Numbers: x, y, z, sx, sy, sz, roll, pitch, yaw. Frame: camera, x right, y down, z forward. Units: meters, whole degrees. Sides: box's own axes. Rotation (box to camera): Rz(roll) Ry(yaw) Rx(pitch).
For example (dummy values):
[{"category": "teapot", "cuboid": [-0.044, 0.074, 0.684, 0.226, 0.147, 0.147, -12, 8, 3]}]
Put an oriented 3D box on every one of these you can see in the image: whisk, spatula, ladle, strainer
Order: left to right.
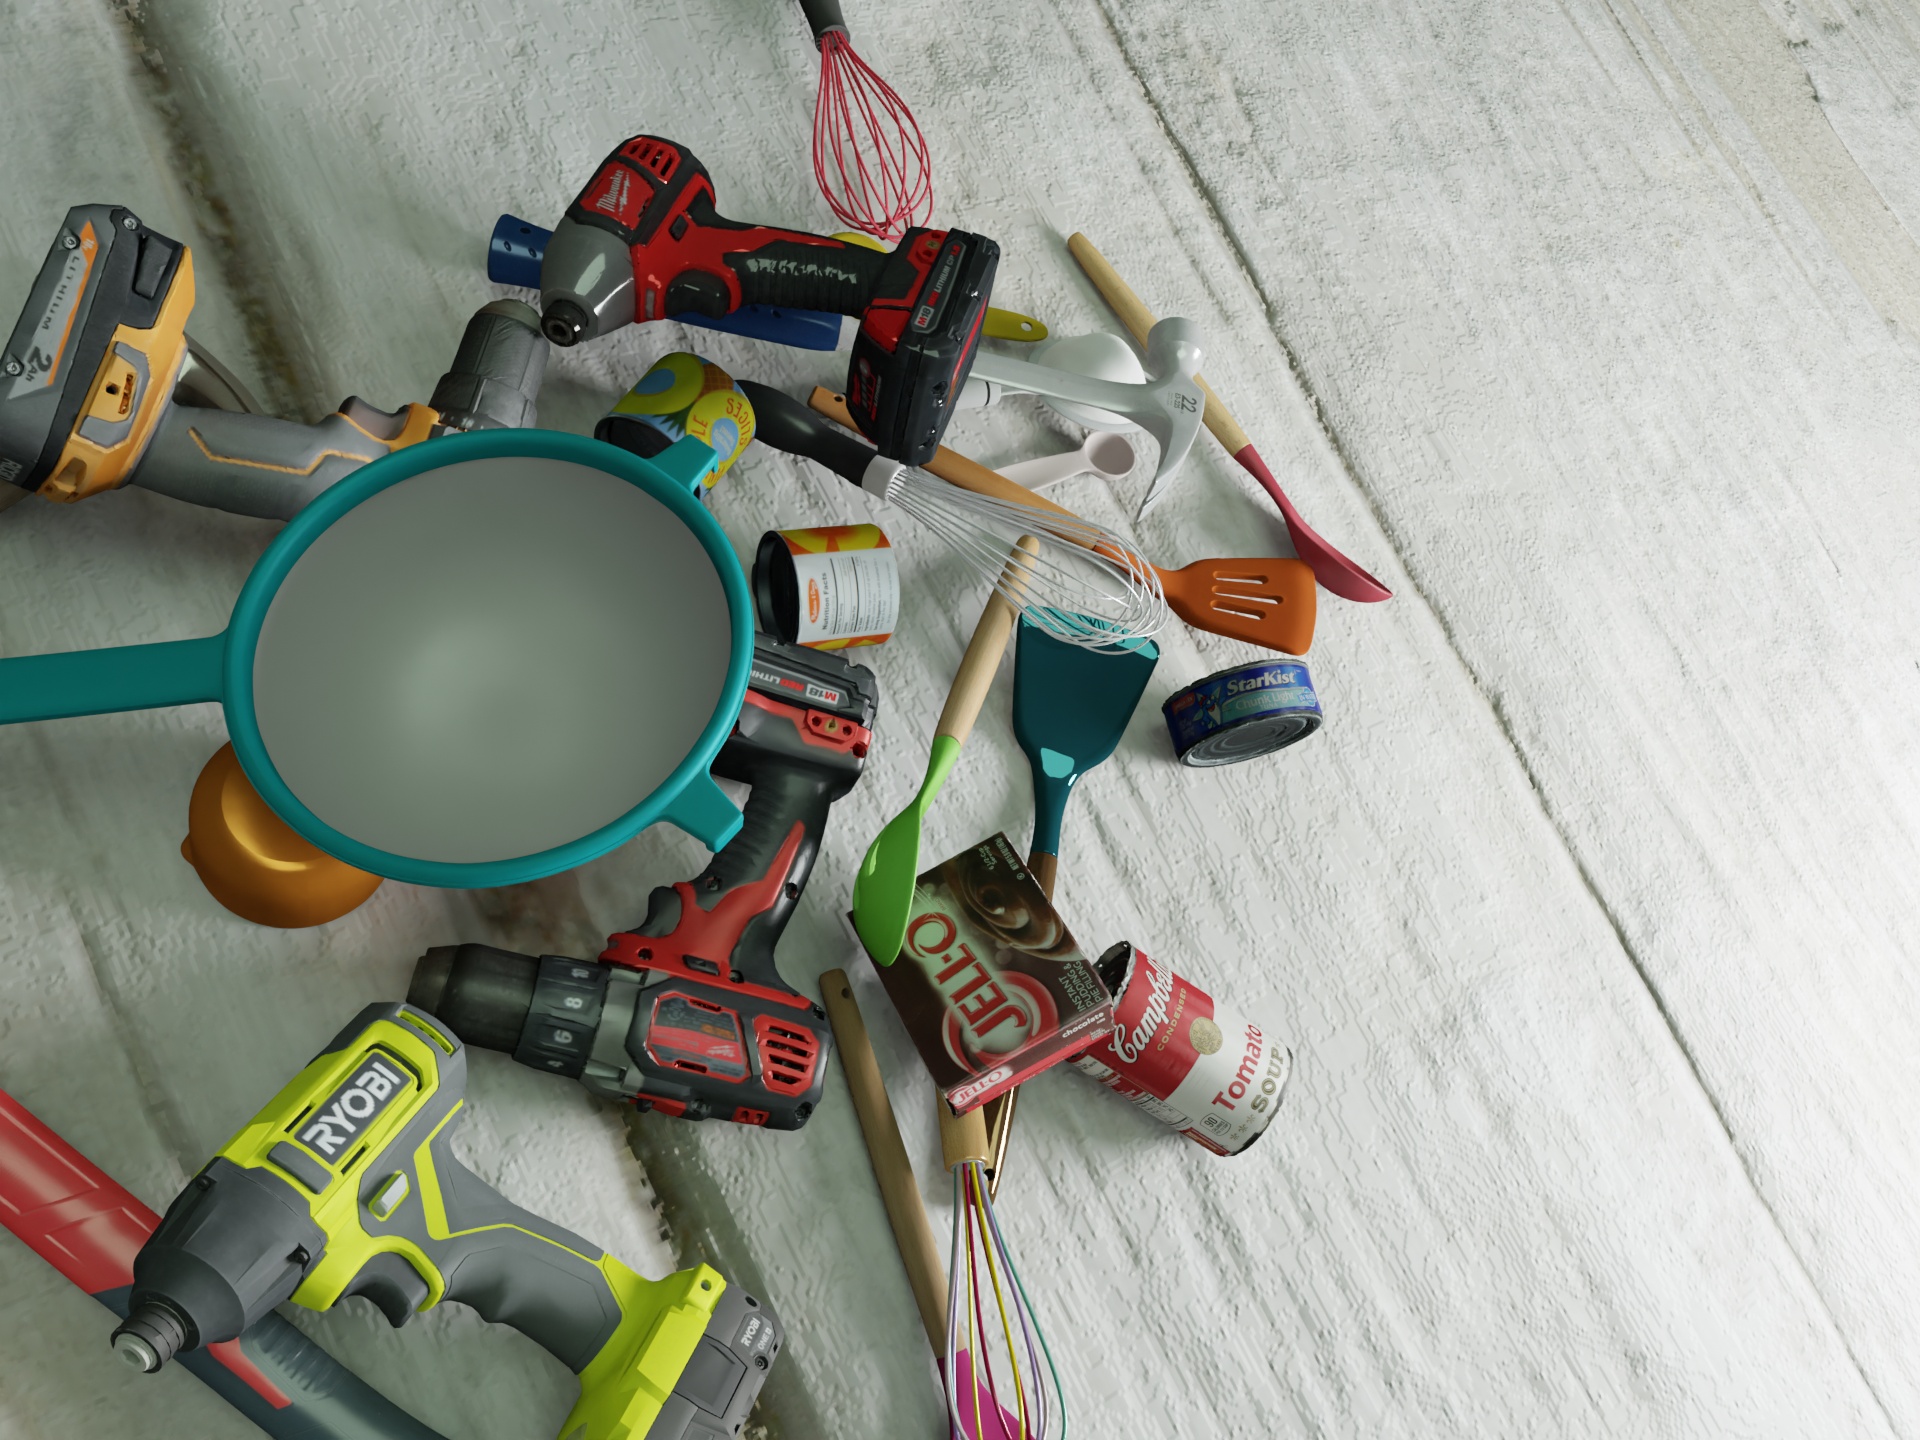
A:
[{"category": "strainer", "cuboid": [-0.255, -0.008, 0.675, 0.340, 0.095, 0.211, -6, 64, -4]}, {"category": "whisk", "cuboid": [-0.077, -0.417, 1.006, 0.073, 0.073, 0.296, -5, 63, -24]}, {"category": "whisk", "cuboid": [-0.015, -0.117, 0.864, 0.285, 0.070, 0.070, 29, 58, 13]}, {"category": "whisk", "cuboid": [0.008, 0.225, 0.732, 0.051, 0.047, 0.245, -11, 55, 4]}, {"category": "strainer", "cuboid": [0.024, -0.201, 0.958, 0.258, 0.050, 0.087, -13, 57, -24]}, {"category": "spatula", "cuboid": [0.040, 0.091, 0.827, 0.082, 0.044, 0.318, 16, 63, -8]}, {"category": "spatula", "cuboid": [0.062, -0.122, 0.926, 0.322, 0.041, 0.081, 25, 49, -13]}, {"category": "ladle", "cuboid": [0.165, -0.193, 1.015, 0.315, 0.031, 0.069, 54, 19, 11]}]

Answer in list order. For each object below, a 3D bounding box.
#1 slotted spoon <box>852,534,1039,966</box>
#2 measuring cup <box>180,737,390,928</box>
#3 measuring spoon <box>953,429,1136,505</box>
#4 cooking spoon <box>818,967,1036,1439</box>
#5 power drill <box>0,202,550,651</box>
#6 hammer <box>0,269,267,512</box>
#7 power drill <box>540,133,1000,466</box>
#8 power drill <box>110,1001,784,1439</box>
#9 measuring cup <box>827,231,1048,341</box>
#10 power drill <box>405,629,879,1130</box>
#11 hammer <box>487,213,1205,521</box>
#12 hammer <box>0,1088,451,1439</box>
[{"category": "slotted spoon", "cuboid": [-0.001, -0.003, 0.823, 0.031, 0.070, 0.314, 23, 45, -1]}, {"category": "measuring cup", "cuboid": [-0.305, 0.004, 0.717, 0.095, 0.052, 0.174, -6, 72, -25]}, {"category": "measuring spoon", "cuboid": [0.050, -0.147, 0.960, 0.124, 0.018, 0.034, -19, 71, -21]}, {"category": "cooking spoon", "cuboid": [-0.013, 0.268, 0.739, 0.068, 0.017, 0.319, -6, 69, -38]}, {"category": "power drill", "cuboid": [-0.303, -0.147, 0.731, 0.226, 0.084, 0.185, 24, 72, -33]}, {"category": "hammer", "cuboid": [-0.487, -0.046, 0.676, 0.146, 0.038, 0.411, 42, 59, -2]}, {"category": "power drill", "cuboid": [-0.102, -0.217, 0.815, 0.219, 0.078, 0.143, 18, 52, 2]}, {"category": "power drill", "cuboid": [-0.194, 0.231, 0.619, 0.223, 0.080, 0.171, 38, 31, -3]}, {"category": "measuring cup", "cuboid": [-0.018, -0.258, 0.964, 0.156, 0.029, 0.062, 9, 63, -12]}, {"category": "power drill", "cuboid": [-0.139, 0.067, 0.747, 0.187, 0.080, 0.227, 17, 65, -15]}, {"category": "hammer", "cuboid": [-0.058, -0.212, 0.891, 0.405, 0.035, 0.144, 12, 54, -7]}, {"category": "hammer", "cuboid": [-0.327, 0.227, 0.616, 0.386, 0.038, 0.143, 40, 60, -1]}]
